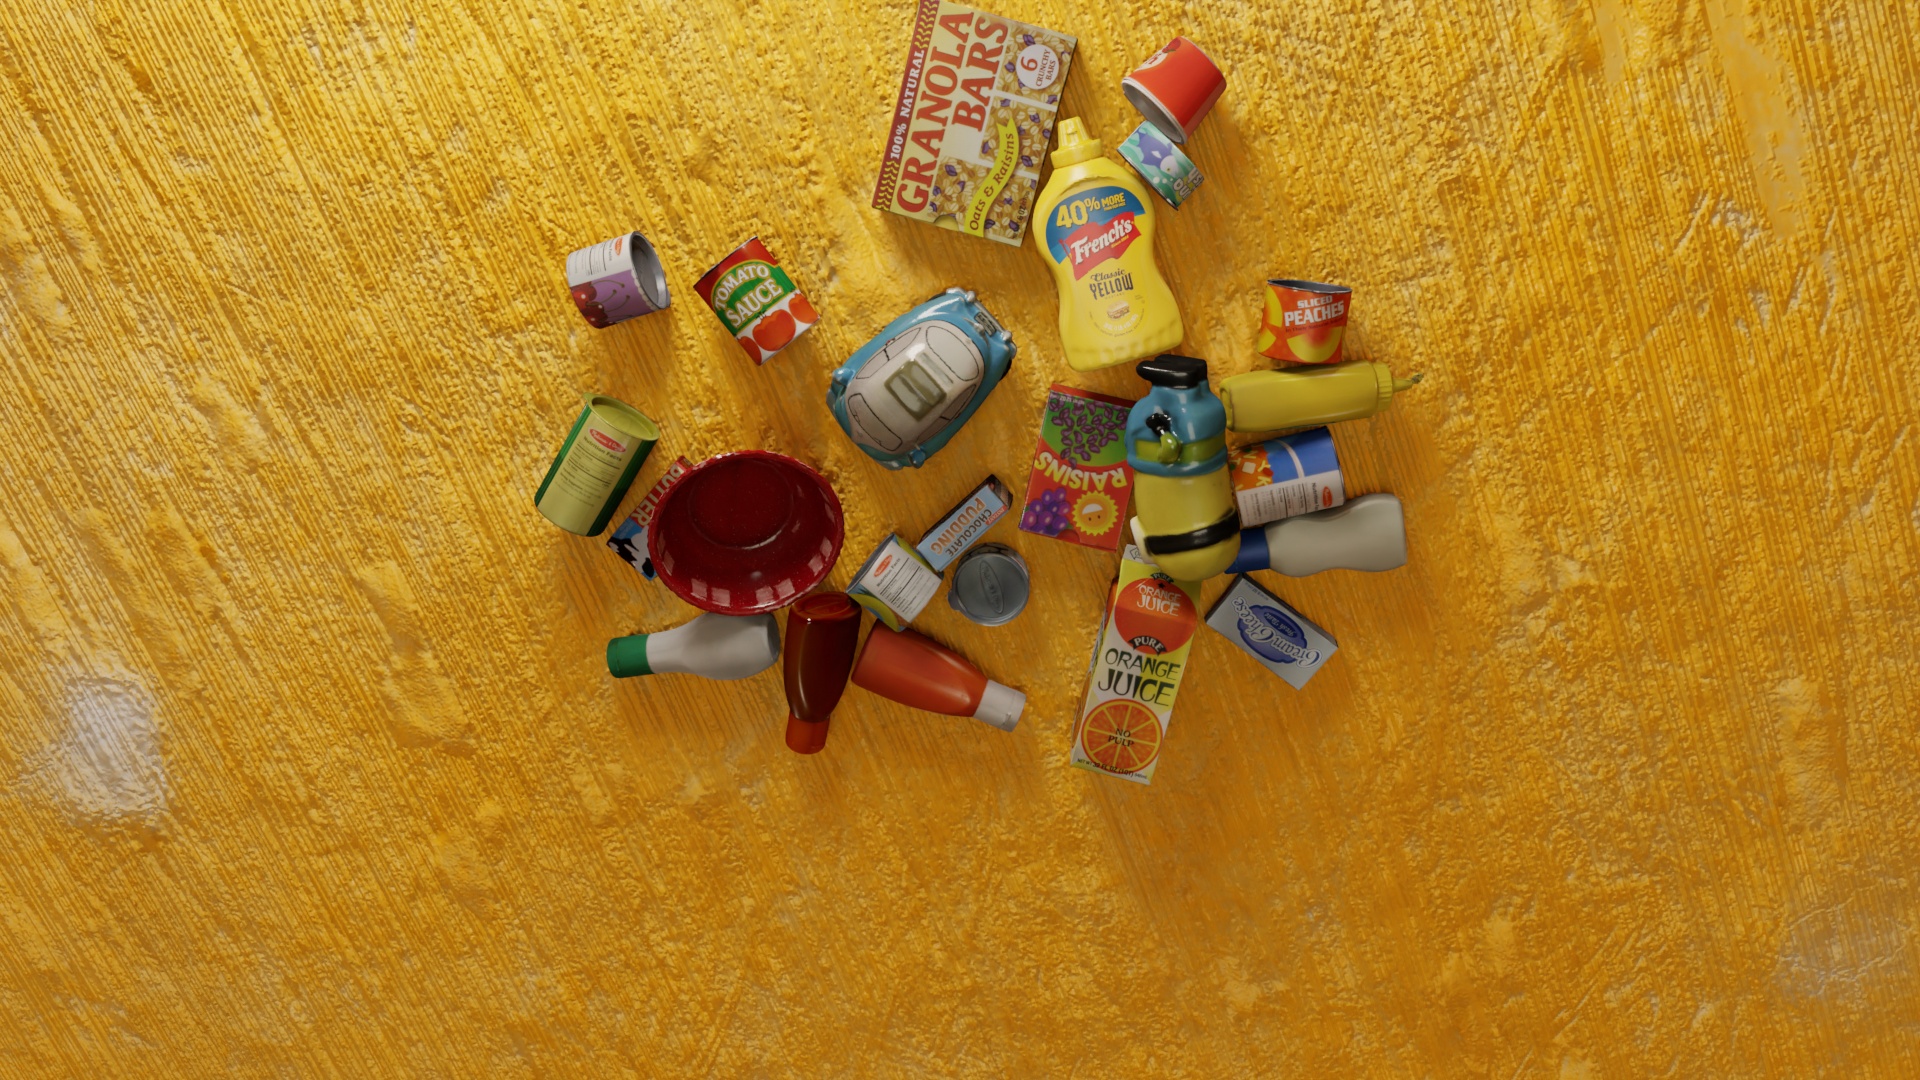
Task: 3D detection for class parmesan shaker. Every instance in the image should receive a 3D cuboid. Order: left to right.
[{"bbox_3d":[-0.309,-0.064,1.171,0.071,0.071,0.102,33,107,-5],"label":"parmesan shaker"}]

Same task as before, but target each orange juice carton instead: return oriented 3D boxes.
[{"bbox_3d":[0.150,0.100,1.175,0.072,0.073,0.192,14,106,1],"label":"orange juice carton"}]

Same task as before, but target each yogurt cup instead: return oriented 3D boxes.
[{"bbox_3d":[0.164,-0.344,1.055,0.072,0.072,0.054,43,97,-8],"label":"yogurt cup"}]

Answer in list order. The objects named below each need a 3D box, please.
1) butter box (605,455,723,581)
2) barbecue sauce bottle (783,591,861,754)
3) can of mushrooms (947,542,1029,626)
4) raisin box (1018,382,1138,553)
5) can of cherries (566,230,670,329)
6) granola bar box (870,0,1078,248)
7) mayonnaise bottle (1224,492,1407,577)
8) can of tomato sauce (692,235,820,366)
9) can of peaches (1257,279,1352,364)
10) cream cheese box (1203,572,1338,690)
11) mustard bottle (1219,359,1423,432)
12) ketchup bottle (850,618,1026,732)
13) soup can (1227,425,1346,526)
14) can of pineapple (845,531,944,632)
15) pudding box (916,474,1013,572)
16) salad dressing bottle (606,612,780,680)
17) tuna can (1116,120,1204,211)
[{"bbox_3d":[-0.254,-0.019,1.200,0.053,0.024,0.103,41,105,-8],"label":"butter box"},{"bbox_3d":[-0.126,0.118,1.206,0.044,0.065,0.147,38,128,39],"label":"barbecue sauce bottle"},{"bbox_3d":[0.024,0.037,1.189,0.071,0.033,0.070,1,106,4],"label":"can of mushrooms"},{"bbox_3d":[0.103,-0.060,1.152,0.086,0.040,0.123,13,107,0],"label":"raisin box"},{"bbox_3d":[-0.277,-0.209,1.128,0.058,0.072,0.071,-16,104,9],"label":"can of cherries"},{"bbox_3d":[0.010,-0.325,1.085,0.124,0.039,0.165,15,106,1],"label":"granola bar box"},{"bbox_3d":[0.291,0.000,1.153,0.148,0.041,0.064,-8,104,8],"label":"mayonnaise bottle"},{"bbox_3d":[-0.164,-0.192,1.120,0.071,0.071,0.083,-36,100,13],"label":"can of tomato sauce"},{"bbox_3d":[0.270,-0.172,1.090,0.071,0.071,0.058,6,107,3],"label":"can of peaches"},{"bbox_3d":[0.264,0.077,1.185,0.104,0.024,0.053,35,107,-5],"label":"cream cheese box"},{"bbox_3d":[0.291,-0.117,1.109,0.160,0.065,0.048,-6,101,3],"label":"mustard bottle"},{"bbox_3d":[-0.017,0.123,1.211,0.149,0.044,0.064,23,109,-2],"label":"ketchup bottle"},{"bbox_3d":[0.263,-0.054,1.129,0.084,0.071,0.071,-13,104,9],"label":"soup can"},{"bbox_3d":[-0.056,0.036,1.180,0.058,0.071,0.071,39,105,-7],"label":"can of pineapple"},{"bbox_3d":[0.004,-0.015,1.167,0.083,0.050,0.030,-41,97,14],"label":"pudding box"},{"bbox_3d":[-0.235,0.095,1.222,0.148,0.044,0.064,-7,107,8],"label":"salad dressing bottle"},{"bbox_3d":[0.155,-0.287,1.068,0.071,0.071,0.032,43,104,-8],"label":"tuna can"}]
